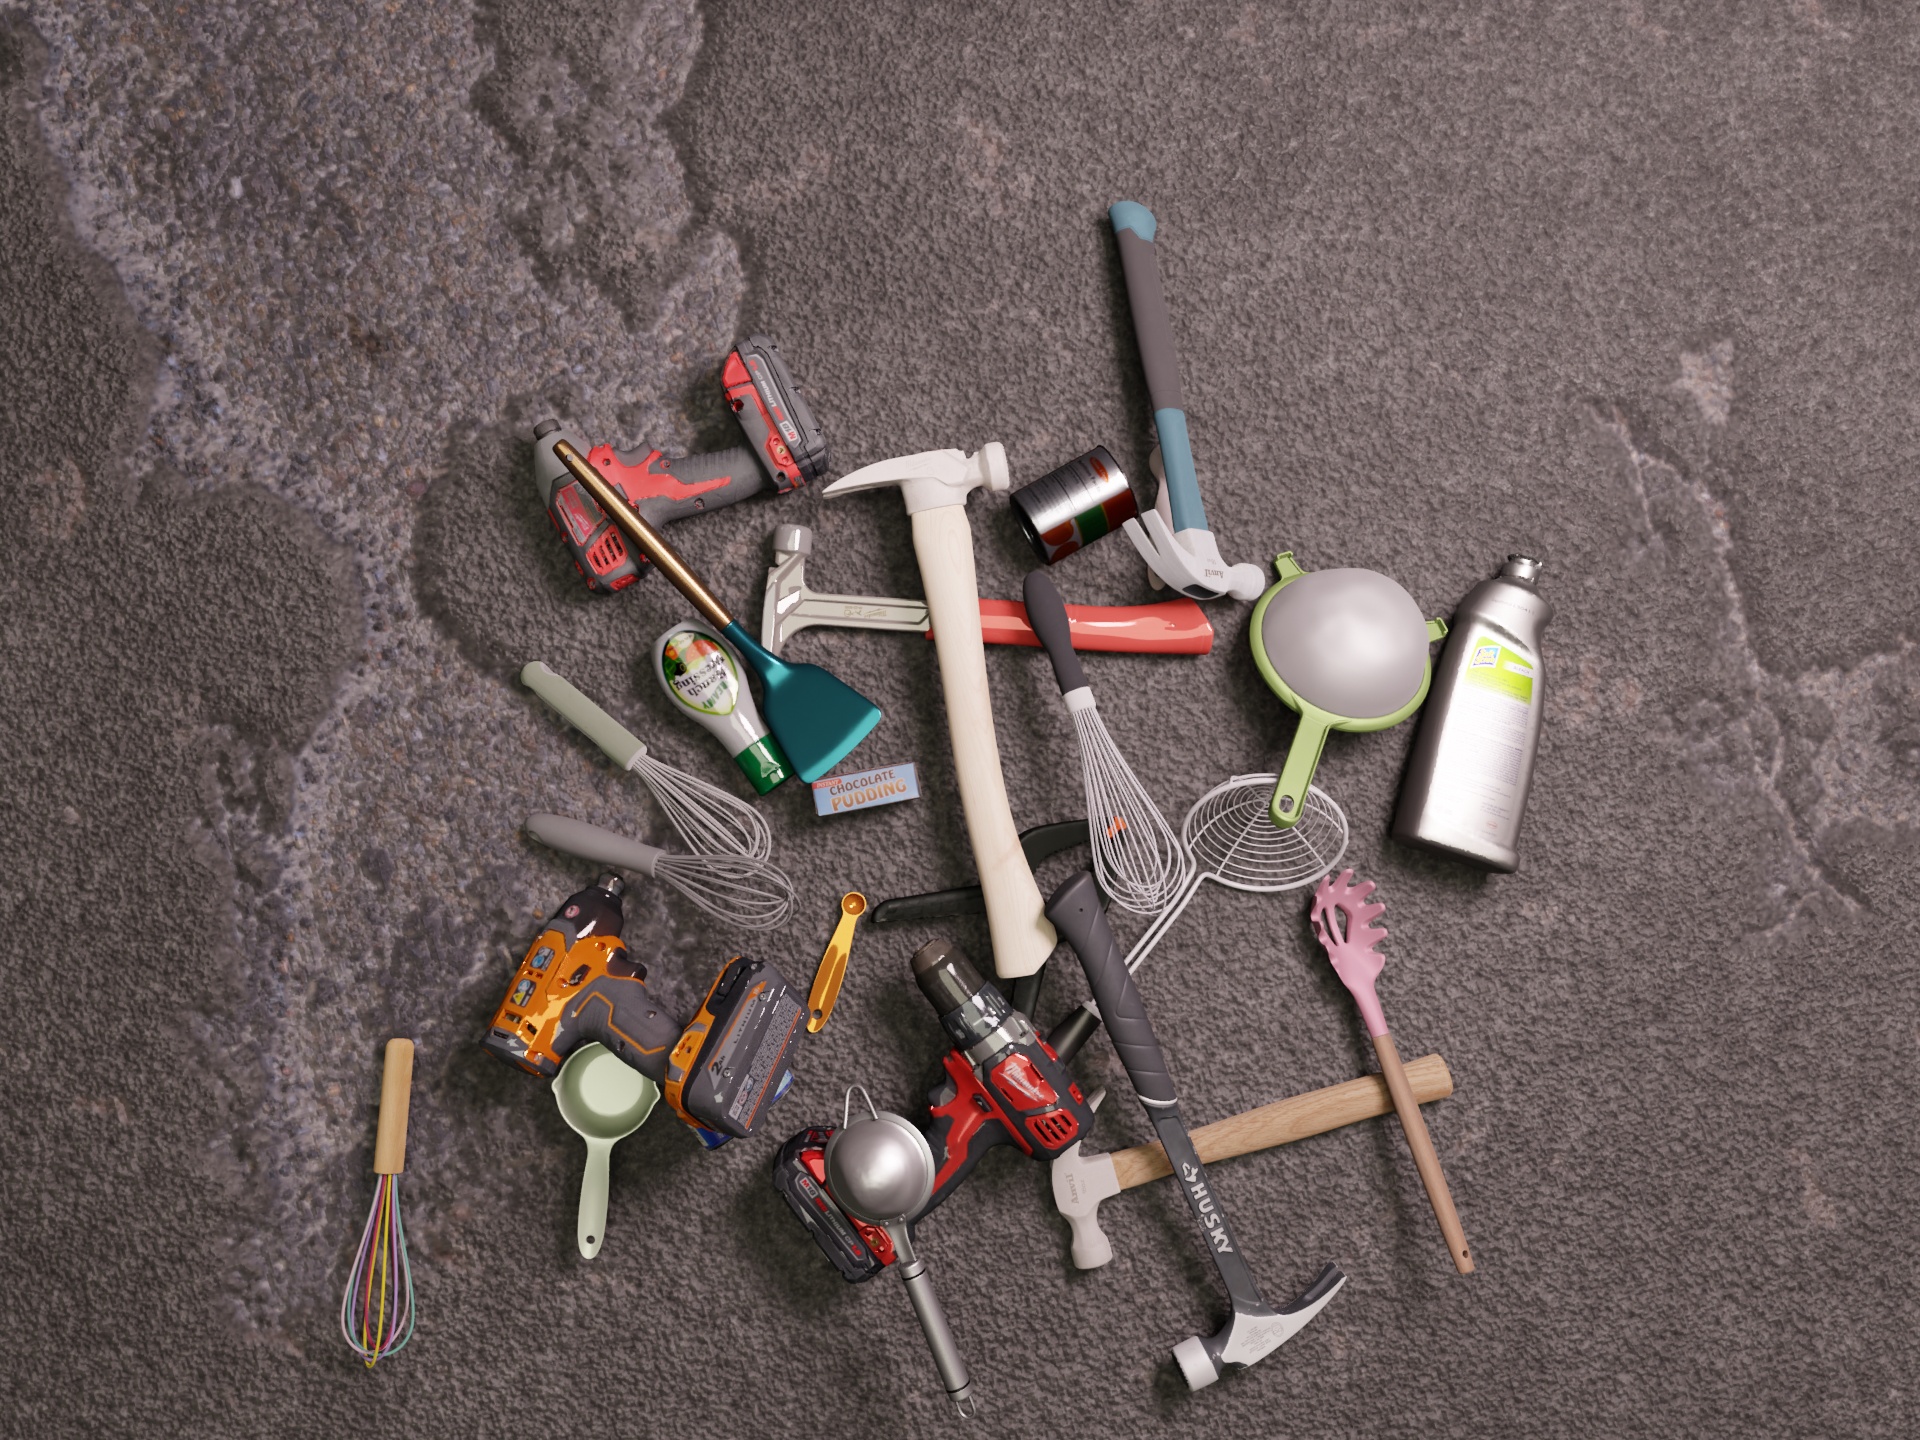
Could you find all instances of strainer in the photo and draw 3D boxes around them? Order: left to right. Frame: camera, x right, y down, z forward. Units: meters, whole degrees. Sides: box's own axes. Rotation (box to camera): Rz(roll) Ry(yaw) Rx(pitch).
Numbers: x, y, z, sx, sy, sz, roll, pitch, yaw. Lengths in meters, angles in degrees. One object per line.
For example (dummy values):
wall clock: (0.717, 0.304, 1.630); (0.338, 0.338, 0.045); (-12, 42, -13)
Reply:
strainer: (-0.038, 0.392, 1.160); (0.087, 0.050, 0.258); (-21, 93, 16)
strainer: (0.287, -0.031, 1.217); (0.151, 0.069, 0.256); (25, 56, 4)

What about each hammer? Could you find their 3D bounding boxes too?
hammer: (-0.002, -0.004, 1.234); (0.146, 0.038, 0.411); (-10, 87, -2)
hammer: (0.022, -0.070, 1.275); (0.359, 0.036, 0.149); (4, 87, -3)
hammer: (0.164, -0.257, 1.269); (0.128, 0.033, 0.331); (1, 75, -42)
hammer: (0.164, 0.305, 1.220); (0.149, 0.036, 0.409); (-24, 97, -6)
hammer: (0.231, 0.325, 1.269); (0.331, 0.031, 0.130); (-16, 88, -5)

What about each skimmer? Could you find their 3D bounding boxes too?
skimmer: (0.154, 0.190, 1.241); (0.127, 0.090, 0.363); (41, 87, -26)

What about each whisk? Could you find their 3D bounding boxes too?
whisk: (-0.439, 0.369, 1.221); (0.051, 0.047, 0.245); (4, 83, -2)
whisk: (-0.249, 0.036, 1.249); (0.246, 0.058, 0.059); (39, 94, 4)
whisk: (-0.232, 0.111, 1.222); (0.239, 0.055, 0.055); (15, 86, 17)
whisk: (0.102, 0.015, 1.222); (0.070, 0.070, 0.285); (-19, 77, -4)

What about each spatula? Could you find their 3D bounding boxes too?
spatula: (-0.194, -0.092, 1.209); (0.082, 0.044, 0.317); (-42, 103, 2)

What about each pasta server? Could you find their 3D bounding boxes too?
pasta server: (0.342, 0.273, 1.247); (0.060, 0.040, 0.316); (-12, 75, -19)

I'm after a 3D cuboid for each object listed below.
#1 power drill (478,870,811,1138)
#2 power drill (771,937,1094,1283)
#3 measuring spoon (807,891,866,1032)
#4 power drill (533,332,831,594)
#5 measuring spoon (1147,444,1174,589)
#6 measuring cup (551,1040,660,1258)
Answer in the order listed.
power drill: (-0.231, 0.205, 1.185); (0.226, 0.084, 0.164); (12, 64, 25)
power drill: (-0.035, 0.295, 1.214); (0.226, 0.080, 0.188); (-37, 90, 3)
measuring spoon: (-0.100, 0.192, 1.268); (0.021, 0.011, 0.117); (18, 90, -2)
power drill: (-0.224, -0.208, 1.250); (0.219, 0.078, 0.143); (-28, 89, -1)
measuring spoon: (0.168, -0.168, 1.297); (0.034, 0.018, 0.124); (6, 86, -4)
measuring cup: (-0.277, 0.329, 1.235); (0.083, 0.038, 0.167); (6, 89, -3)
